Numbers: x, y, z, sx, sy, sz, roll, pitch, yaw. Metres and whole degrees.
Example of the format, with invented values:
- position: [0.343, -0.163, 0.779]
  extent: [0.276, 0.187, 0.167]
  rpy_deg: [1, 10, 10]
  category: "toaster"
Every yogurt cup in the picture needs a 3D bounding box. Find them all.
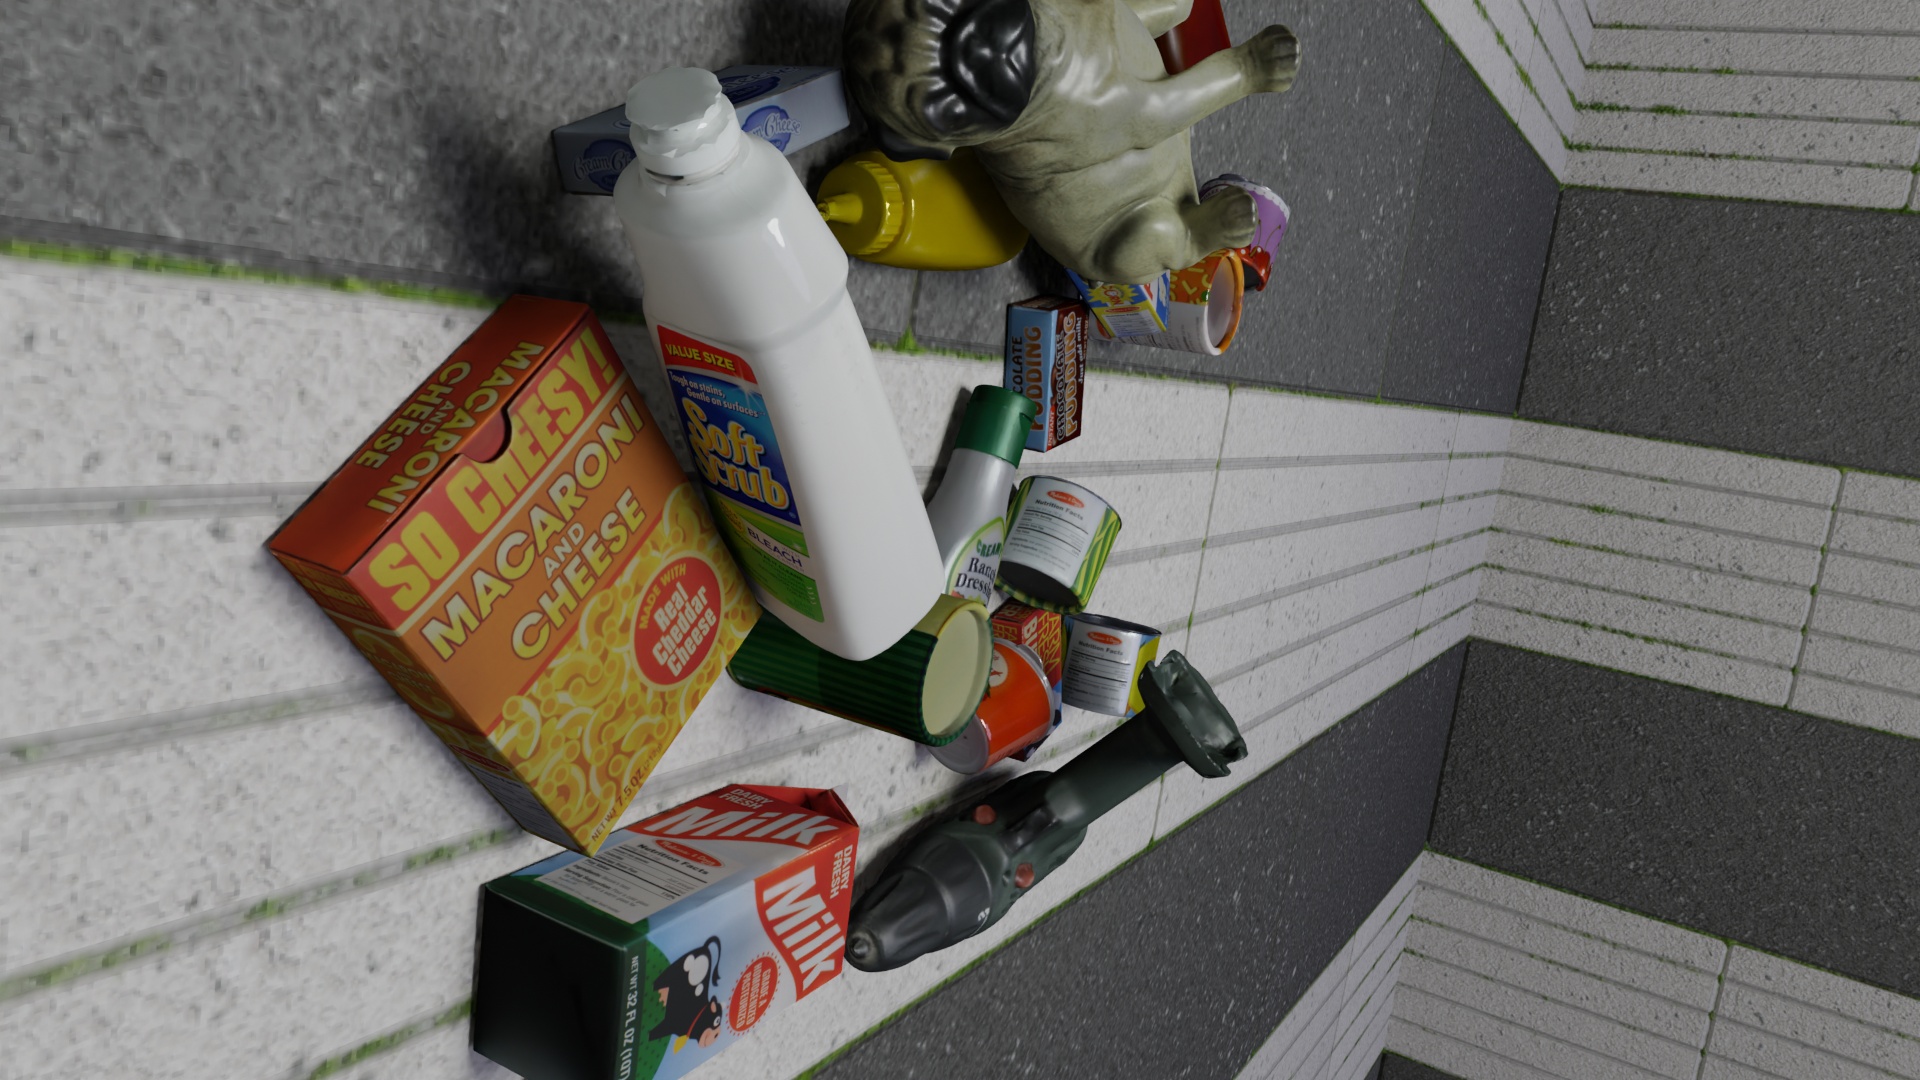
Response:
- position: [0.011, 0.096, 0.784]
  extent: [0.054, 0.072, 0.072]
  rpy_deg: [-30, 128, -43]
  category: "yogurt cup"

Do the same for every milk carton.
- position: [-0.105, 0.159, 0.590]
  extent: [0.191, 0.073, 0.072]
  rpy_deg: [-13, 113, -59]
  category: "milk carton"

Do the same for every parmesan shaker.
- position: [-0.046, 0.048, 0.617]
  extent: [0.071, 0.103, 0.071]
  rpy_deg: [-33, 130, -52]
  category: "parmesan shaker"

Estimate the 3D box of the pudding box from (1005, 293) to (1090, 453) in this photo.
- position: [0.049, -0.097, 0.805]
  extent: [0.050, 0.030, 0.083]
  rpy_deg: [-25, 123, -55]
  category: "pudding box"

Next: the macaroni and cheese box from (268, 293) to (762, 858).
- position: [-0.144, 0.016, 0.495]
  extent: [0.124, 0.040, 0.165]
  rpy_deg: [-59, 147, -31]
  category: "macaroni and cheese box"

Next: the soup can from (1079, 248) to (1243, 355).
- position: [0.126, -0.155, 0.863]
  extent: [0.072, 0.084, 0.071]
  rpy_deg: [-32, 128, -53]
  category: "soup can"

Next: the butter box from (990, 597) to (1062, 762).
- position: [0.042, 0.082, 0.872]
  extent: [0.053, 0.024, 0.103]
  rpy_deg: [-39, 134, -49]
  category: "butter box"

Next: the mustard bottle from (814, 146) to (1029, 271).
- position: [-0.022, -0.154, 0.634]
  extent: [0.161, 0.049, 0.065]
  rpy_deg: [-22, 115, -56]
  category: "mustard bottle"

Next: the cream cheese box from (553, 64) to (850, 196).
- position: [-0.092, -0.150, 0.506]
  extent: [0.104, 0.053, 0.024]
  rpy_deg: [-43, 135, -46]
  category: "cream cheese box"

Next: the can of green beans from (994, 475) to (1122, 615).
- position: [0.054, 0.004, 0.817]
  extent: [0.058, 0.071, 0.071]
  rpy_deg: [-64, 149, -21]
  category: "can of green beans"

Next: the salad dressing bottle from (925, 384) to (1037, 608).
- position: [0.003, -0.009, 0.743]
  extent: [0.064, 0.044, 0.148]
  rpy_deg: [31, 74, -59]
  category: "salad dressing bottle"

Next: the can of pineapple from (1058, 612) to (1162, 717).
- position: [0.096, 0.082, 0.926]
  extent: [0.071, 0.071, 0.058]
  rpy_deg: [6, 97, -61]
  category: "can of pineapple"

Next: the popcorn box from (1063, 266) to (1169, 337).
- position: [0.093, -0.192, 0.802]
  extent: [0.085, 0.038, 0.127]
  rpy_deg: [39, 51, -58]
  category: "popcorn box"

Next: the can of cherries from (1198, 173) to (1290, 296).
- position: [0.189, -0.213, 0.971]
  extent: [0.071, 0.071, 0.058]
  rpy_deg: [41, 67, -59]
  category: "can of cherries"

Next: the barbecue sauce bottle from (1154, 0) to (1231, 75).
- position: [0.130, -0.330, 0.839]
  extent: [0.065, 0.044, 0.148]
  rpy_deg: [-65, 149, -22]
  category: "barbecue sauce bottle"
